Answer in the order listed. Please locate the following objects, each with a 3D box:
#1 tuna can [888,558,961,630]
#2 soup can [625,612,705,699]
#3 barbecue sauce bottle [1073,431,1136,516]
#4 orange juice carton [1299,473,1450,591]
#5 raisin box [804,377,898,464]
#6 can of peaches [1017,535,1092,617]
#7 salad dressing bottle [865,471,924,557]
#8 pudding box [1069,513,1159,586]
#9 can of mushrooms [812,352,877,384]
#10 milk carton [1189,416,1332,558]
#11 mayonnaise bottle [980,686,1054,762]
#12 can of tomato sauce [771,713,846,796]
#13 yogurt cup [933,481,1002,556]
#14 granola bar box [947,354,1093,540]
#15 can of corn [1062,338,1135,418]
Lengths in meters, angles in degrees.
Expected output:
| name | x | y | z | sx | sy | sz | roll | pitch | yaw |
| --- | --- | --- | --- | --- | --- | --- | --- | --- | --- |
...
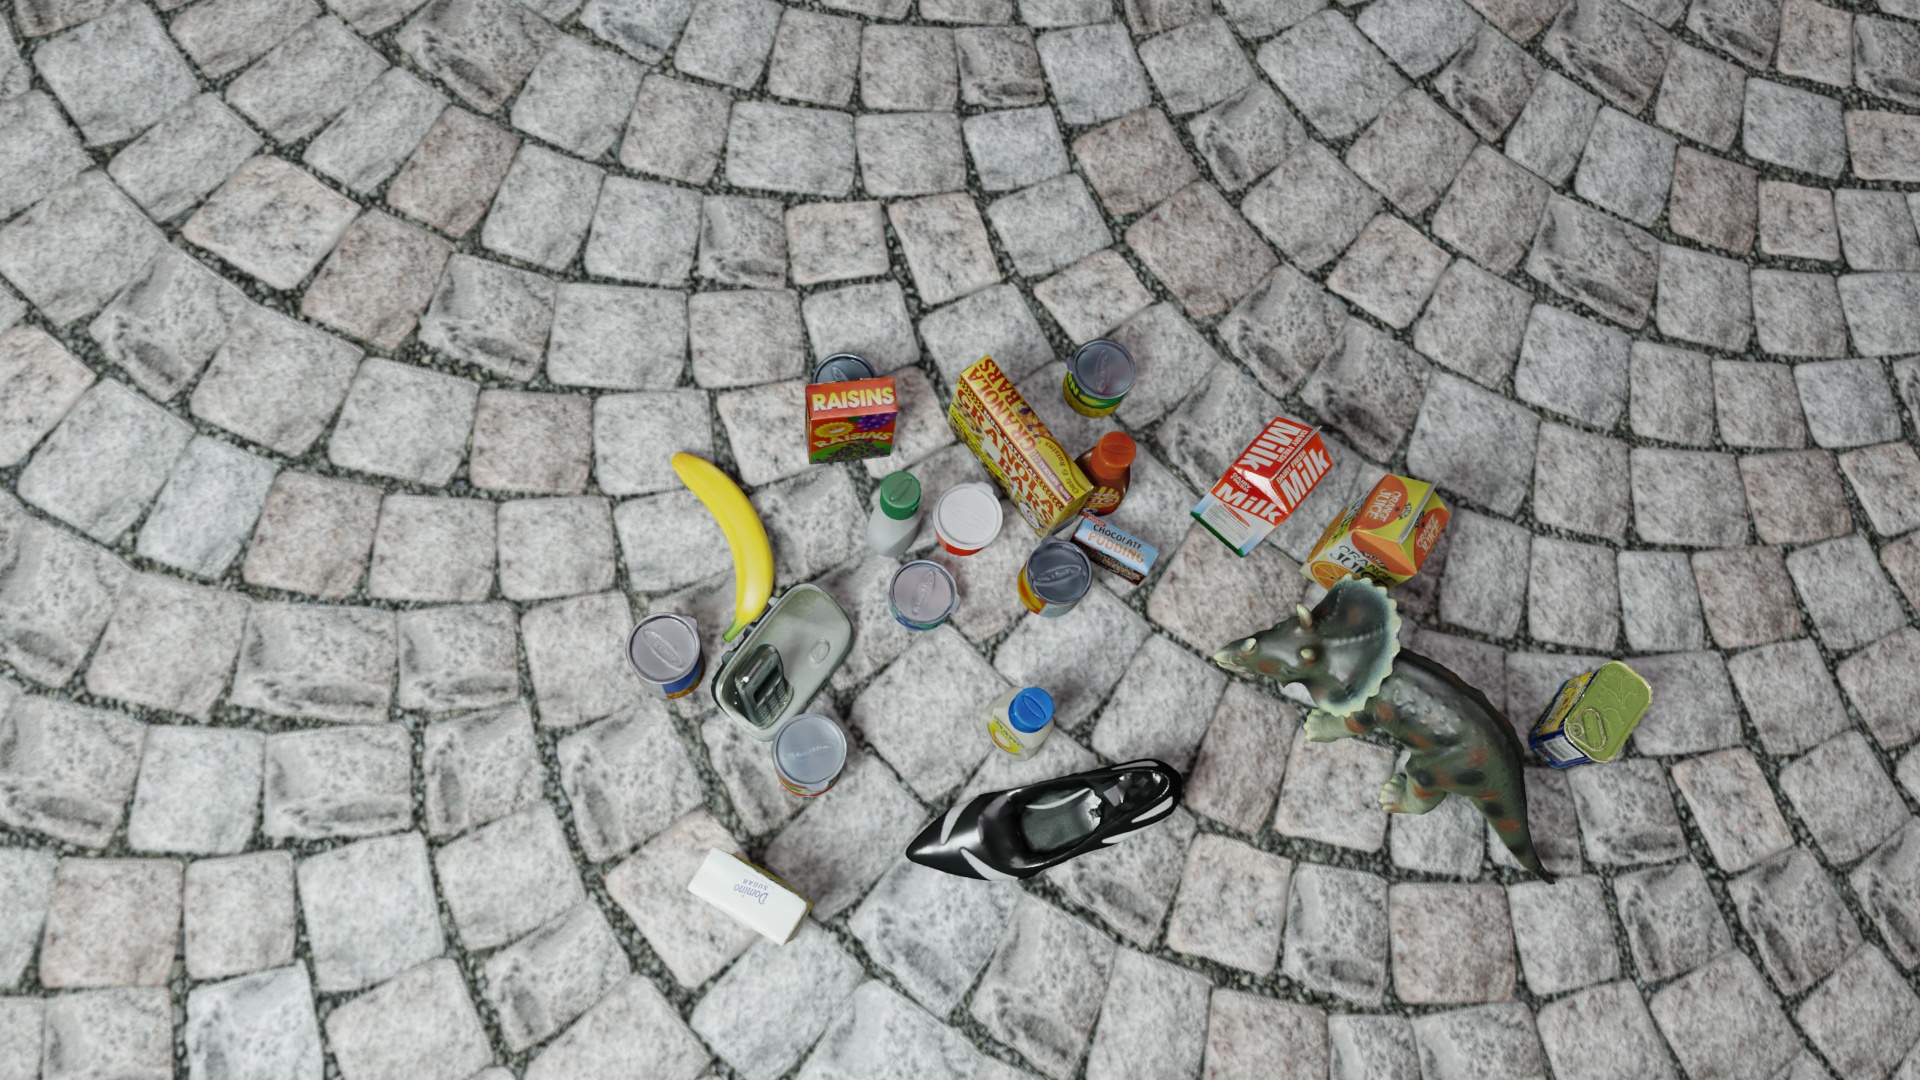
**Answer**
| name | x | y | z | sx | sy | sz | roll | pitch | yaw |
| --- | --- | --- | --- | --- | --- | --- | --- | --- | --- |
| tuna can | -0.035 | 0.055 | 1.357 | 0.071 | 0.032 | 0.071 | 2 | 73 | -6 |
| soup can | -0.270 | 0.106 | 1.287 | 0.071 | 0.083 | 0.071 | 2 | 73 | -6 |
| barbecue sauce bottle | 0.137 | -0.065 | 1.353 | 0.065 | 0.148 | 0.044 | 7 | 73 | -4 |
| orange juice carton | 0.405 | -0.001 | 1.342 | 0.073 | 0.192 | 0.072 | 35 | 73 | 4 |
| raisin box | -0.107 | -0.116 | 1.354 | 0.086 | 0.123 | 0.040 | -6 | 74 | -8 |
| can of peaches | 0.091 | 0.036 | 1.364 | 0.071 | 0.058 | 0.071 | 2 | 73 | -6 |
| salad dressing bottle | -0.060 | -0.026 | 1.319 | 0.044 | 0.147 | 0.064 | 41 | 73 | 6 |
| pudding box | 0.152 | 0.009 | 1.384 | 0.084 | 0.049 | 0.030 | 29 | 72 | 3 |
| can of mushrooms | -0.120 | -0.153 | 1.411 | 0.071 | 0.033 | 0.071 | 2 | 73 | -6 |
| milk carton | 0.295 | -0.055 | 1.347 | 0.073 | 0.190 | 0.072 | 42 | 74 | 6 |
| mayonnaise bottle | 0.055 | 0.165 | 1.273 | 0.041 | 0.147 | 0.065 | -42 | 82 | -16 |
| can of tomato sauce | -0.138 | 0.200 | 1.274 | 0.071 | 0.083 | 0.071 | 2 | 73 | -6 |
| yogurt cup | 0.005 | -0.017 | 1.373 | 0.072 | 0.053 | 0.072 | 2 | 73 | -6 |
| granola bar box | 0.055 | -0.087 | 1.363 | 0.039 | 0.124 | 0.166 | -35 | 80 | -15 |
| can of corn | 0.139 | -0.167 | 1.432 | 0.071 | 0.058 | 0.071 | 2 | 73 | -6 |
